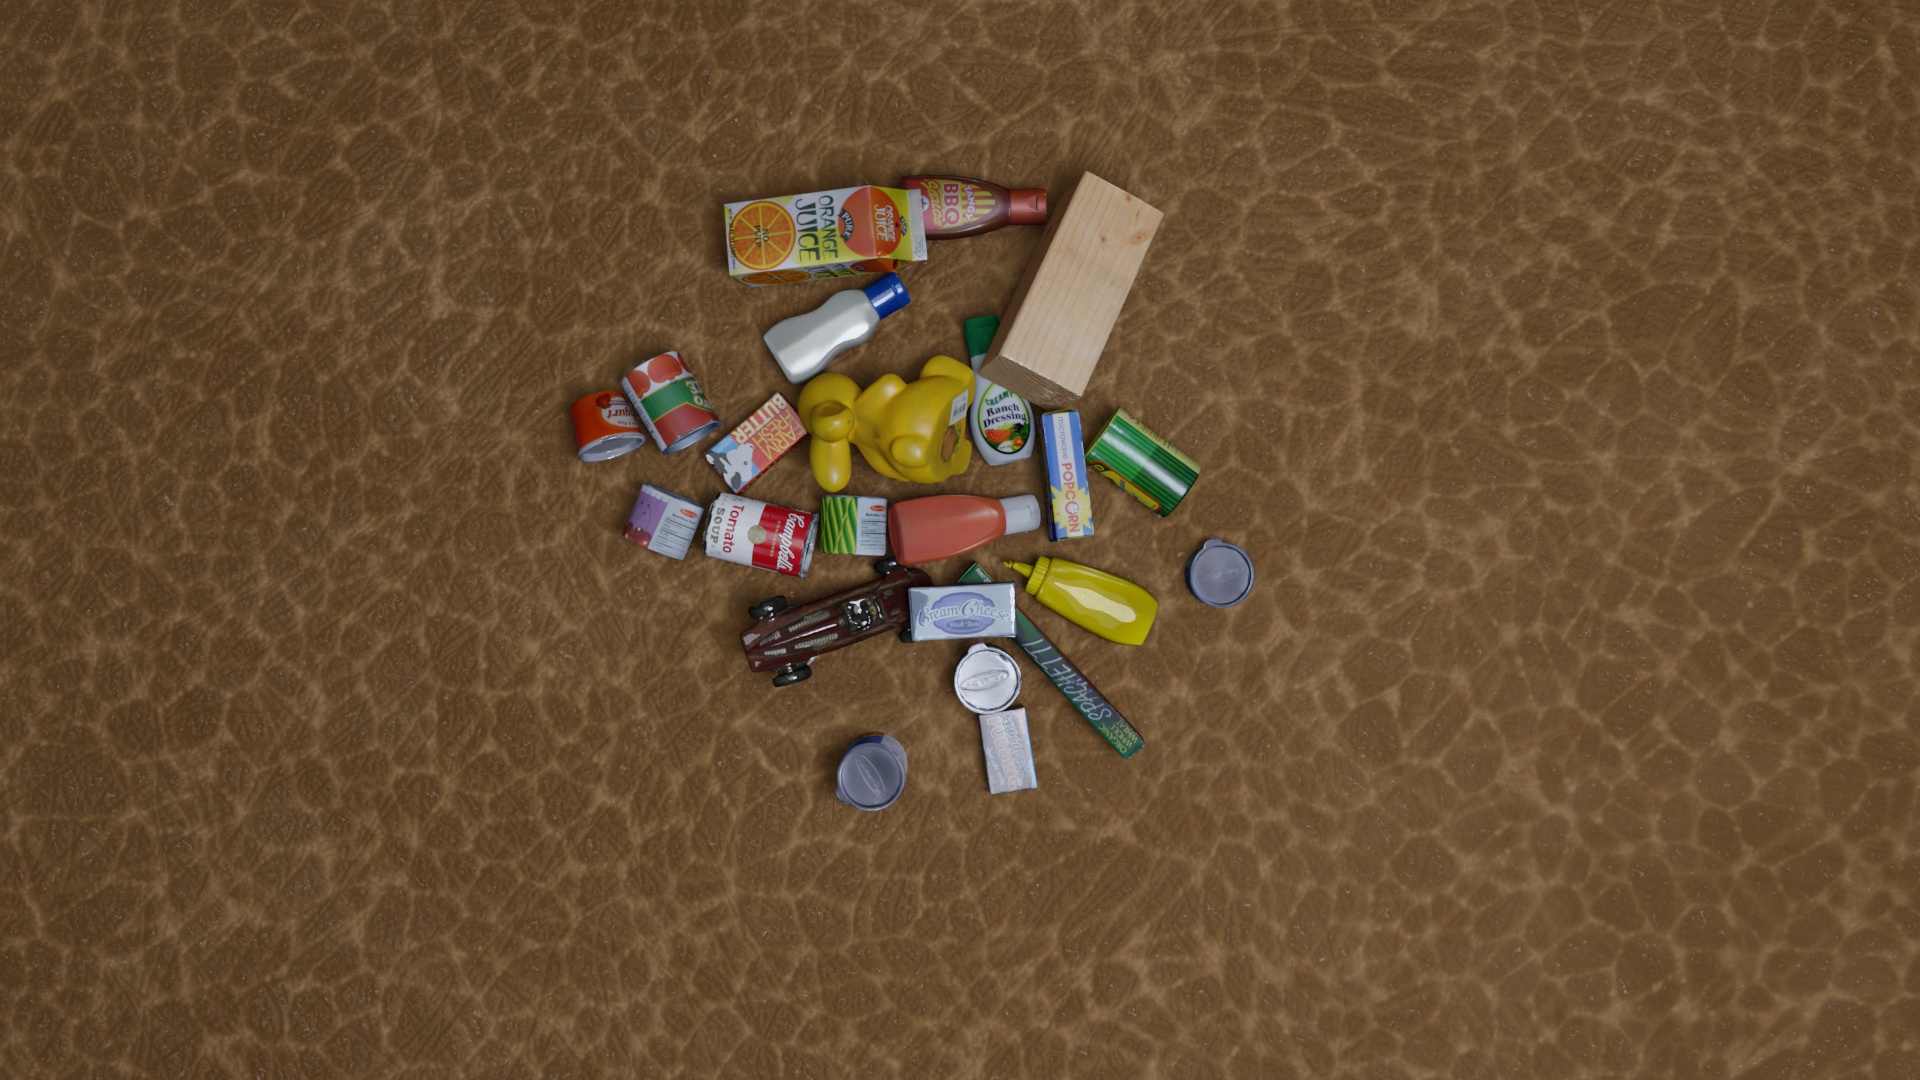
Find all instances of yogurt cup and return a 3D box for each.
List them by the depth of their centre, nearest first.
[{"bbox_3d":[-0.355,-0.114,1.383,0.072,0.072,0.054,-20,82,-1],"label":"yogurt cup"}]

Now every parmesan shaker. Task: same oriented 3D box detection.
[{"bbox_3d":[0.181,-0.077,1.389,0.103,0.071,0.071,36,89,-1],"label":"parmesan shaker"}]

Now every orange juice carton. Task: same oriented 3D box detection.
[{"bbox_3d":[-0.130,-0.300,1.369,0.193,0.073,0.072,-5,89,10],"label":"orange juice carton"}]

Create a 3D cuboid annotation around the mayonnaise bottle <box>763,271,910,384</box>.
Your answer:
[{"bbox_3d":[-0.122,-0.218,1.401,0.148,0.041,0.065,-31,90,-3],"label":"mayonnaise bottle"}]

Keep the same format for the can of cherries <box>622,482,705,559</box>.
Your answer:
[{"bbox_3d":[-0.297,-0.020,1.383,0.071,0.071,0.058,23,90,-1],"label":"can of cherries"}]

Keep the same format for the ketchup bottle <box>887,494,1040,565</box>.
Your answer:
[{"bbox_3d":[0.005,-0.017,1.382,0.149,0.043,0.064,-10,86,-17],"label":"ketchup bottle"}]

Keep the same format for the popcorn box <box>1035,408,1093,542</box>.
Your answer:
[{"bbox_3d":[0.102,-0.063,1.380,0.038,0.085,0.126,-7,89,-2],"label":"popcorn box"}]

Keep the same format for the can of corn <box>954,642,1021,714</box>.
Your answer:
[{"bbox_3d":[0.026,0.135,1.388,0.071,0.058,0.071,0,89,-1],"label":"can of corn"}]

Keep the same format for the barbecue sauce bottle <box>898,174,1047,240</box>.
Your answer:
[{"bbox_3d":[0.012,-0.337,1.405,0.149,0.043,0.065,-1,90,-2],"label":"barbecue sauce bottle"}]

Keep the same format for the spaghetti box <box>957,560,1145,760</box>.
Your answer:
[{"bbox_3d":[0.091,0.120,1.395,0.028,0.050,0.250,-43,90,1],"label":"spaghetti box"}]

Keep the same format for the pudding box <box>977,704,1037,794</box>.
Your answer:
[{"bbox_3d":[0.047,0.211,1.402,0.050,0.030,0.083,-8,89,-2],"label":"pudding box"}]

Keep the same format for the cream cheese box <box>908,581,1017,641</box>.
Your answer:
[{"bbox_3d":[0.003,0.069,1.357,0.104,0.024,0.053,-3,92,4],"label":"cream cheese box"}]

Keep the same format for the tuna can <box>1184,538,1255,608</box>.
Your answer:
[{"bbox_3d":[0.262,0.032,1.408,0.071,0.033,0.071,0,89,-1],"label":"tuna can"}]

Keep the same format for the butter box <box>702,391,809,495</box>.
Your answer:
[{"bbox_3d":[-0.204,-0.098,1.405,0.103,0.024,0.053,-41,89,-2],"label":"butter box"}]

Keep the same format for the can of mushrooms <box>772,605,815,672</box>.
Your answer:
[{"bbox_3d":[-0.173,0.101,1.397,0.071,0.033,0.071,0,89,-2],"label":"can of mushrooms"}]

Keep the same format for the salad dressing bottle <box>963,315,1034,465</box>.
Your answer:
[{"bbox_3d":[0.035,-0.152,1.401,0.064,0.044,0.147,-12,89,-7],"label":"salad dressing bottle"}]

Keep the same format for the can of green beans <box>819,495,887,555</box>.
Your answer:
[{"bbox_3d":[-0.107,-0.015,1.385,0.071,0.071,0.058,2,90,-1],"label":"can of green beans"}]

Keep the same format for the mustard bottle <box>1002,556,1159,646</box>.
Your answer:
[{"bbox_3d":[0.117,0.051,1.397,0.160,0.049,0.065,25,88,0],"label":"mustard bottle"}]

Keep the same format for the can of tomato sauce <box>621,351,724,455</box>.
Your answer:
[{"bbox_3d":[-0.287,-0.138,1.383,0.071,0.071,0.083,-31,89,-1],"label":"can of tomato sauce"}]

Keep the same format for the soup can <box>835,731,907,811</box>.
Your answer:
[{"bbox_3d":[-0.089,0.228,1.371,0.071,0.084,0.071,0,89,-1],"label":"soup can"}]
